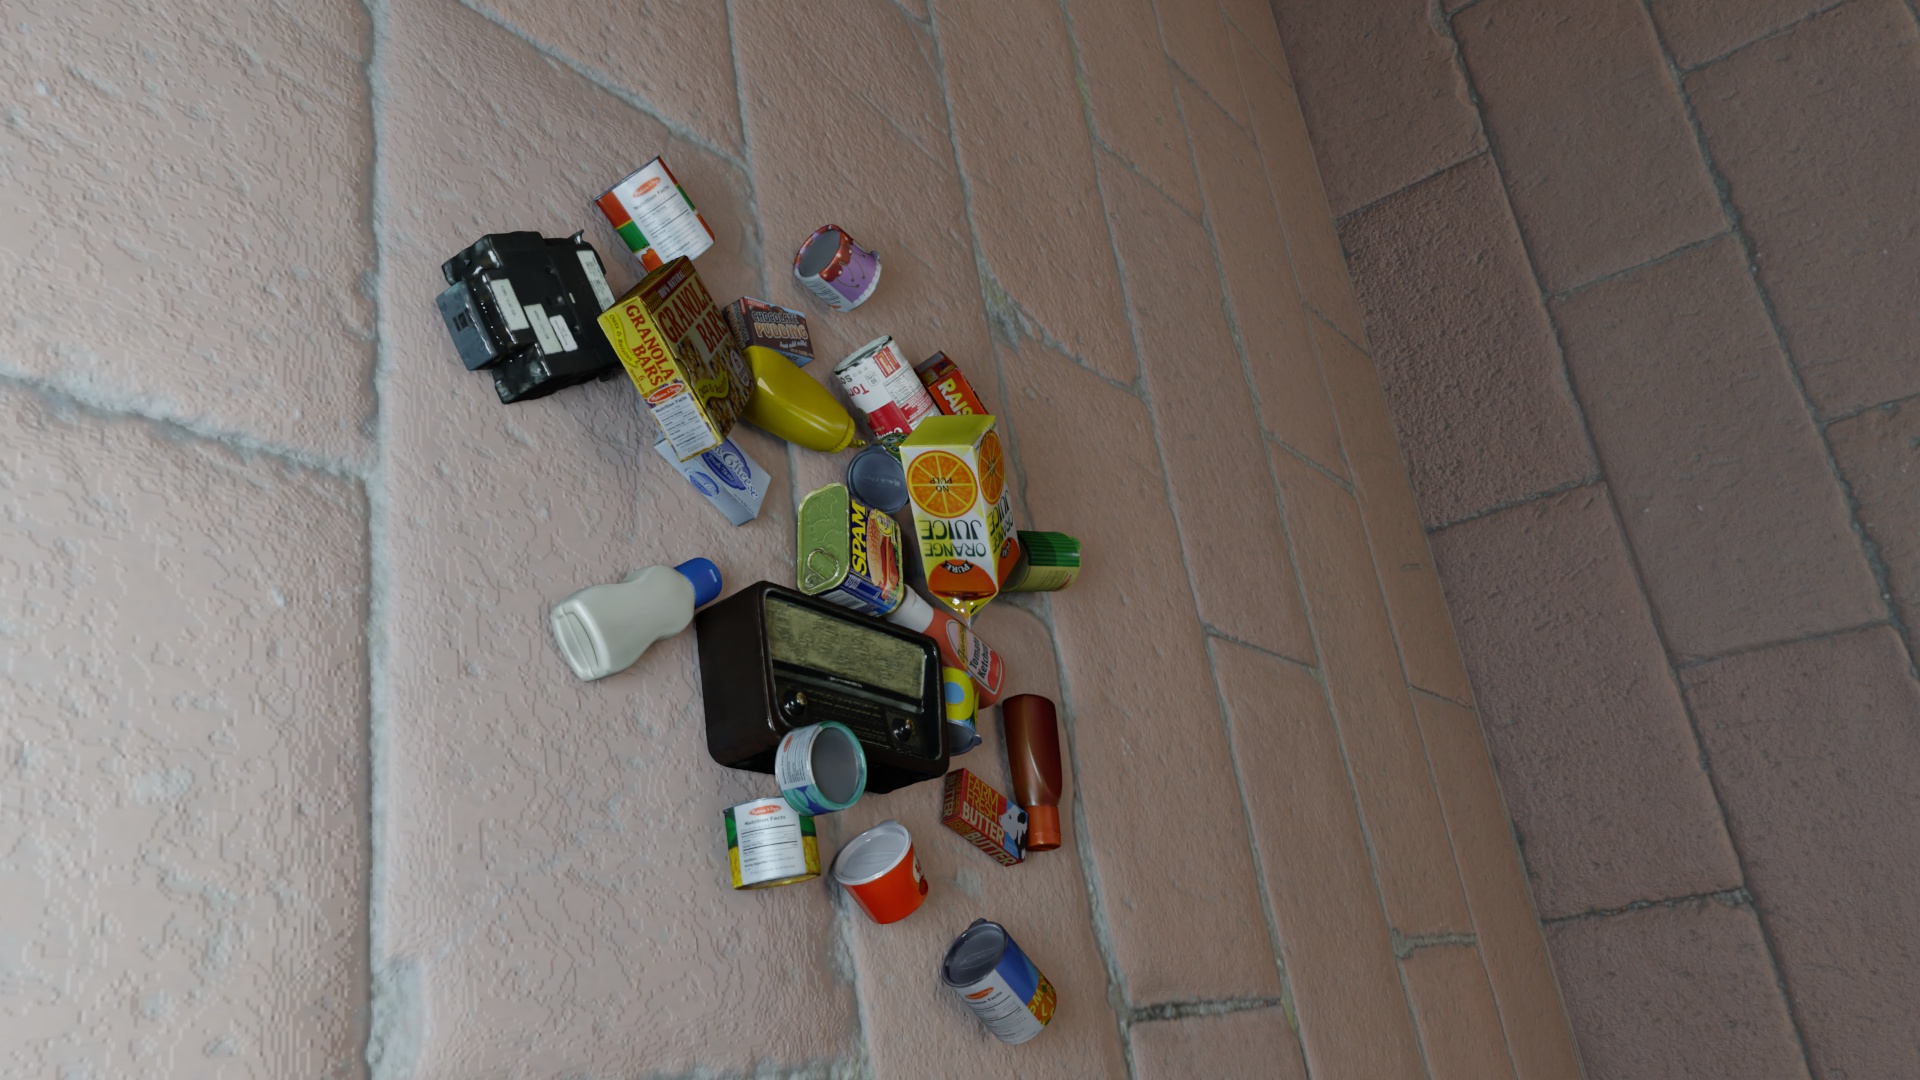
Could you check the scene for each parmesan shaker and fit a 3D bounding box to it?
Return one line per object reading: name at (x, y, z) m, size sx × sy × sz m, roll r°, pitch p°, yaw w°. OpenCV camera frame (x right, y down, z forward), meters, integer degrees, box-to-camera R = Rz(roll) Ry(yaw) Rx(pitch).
parmesan shaker at (0.076, 0.020, 1.476) m, size 0.103 × 0.071 × 0.071 m, roll 3°, pitch 68°, yaw -56°

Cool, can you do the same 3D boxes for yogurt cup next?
yogurt cup at (-0.061, 0.270, 1.117) m, size 0.053 × 0.072 × 0.073 m, roll 64°, pitch 30°, yaw -21°

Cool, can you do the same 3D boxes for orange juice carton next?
orange juice carton at (0.005, -0.016, 1.302) m, size 0.072 × 0.073 × 0.191 m, roll -55°, pitch 140°, yaw -56°

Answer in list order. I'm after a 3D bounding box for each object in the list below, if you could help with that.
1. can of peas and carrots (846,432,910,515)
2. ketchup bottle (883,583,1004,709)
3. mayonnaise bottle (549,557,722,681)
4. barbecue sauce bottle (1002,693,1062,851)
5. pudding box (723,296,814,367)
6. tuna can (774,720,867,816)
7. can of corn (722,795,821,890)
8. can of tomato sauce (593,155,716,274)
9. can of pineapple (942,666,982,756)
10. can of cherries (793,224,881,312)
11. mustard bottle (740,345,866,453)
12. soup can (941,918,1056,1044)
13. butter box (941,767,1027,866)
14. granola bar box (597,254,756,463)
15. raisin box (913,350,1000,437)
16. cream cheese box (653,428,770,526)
can of peas and carrots at (-0.066, -0.066, 1.315) m, size 0.071 × 0.071 × 0.059 m, roll 63°, pitch 30°, yaw -9°
ketchup bottle at (-0.017, 0.097, 1.311) m, size 0.148 × 0.043 × 0.065 m, roll 44°, pitch 36°, yaw -33°
mayonnaise bottle at (-0.231, 0.050, 1.016) m, size 0.149 × 0.041 × 0.064 m, roll -32°, pitch 99°, yaw -60°
barbecue sauce bottle at (0.074, 0.229, 1.368) m, size 0.065 × 0.043 × 0.149 m, roll 27°, pitch 50°, yaw -47°
pudding box at (-0.174, -0.188, 1.264) m, size 0.084 × 0.030 × 0.050 m, roll 7°, pitch 64°, yaw -56°
tuna can at (-0.099, 0.167, 1.015) m, size 0.071 × 0.032 × 0.071 m, roll 28°, pitch 53°, yaw -46°
can of corn at (-0.138, 0.224, 1.026) m, size 0.071 × 0.071 × 0.058 m, roll 15°, pitch 59°, yaw -53°
can of tomato sauce at (-0.254, -0.268, 1.160) m, size 0.083 × 0.071 × 0.071 m, roll 55°, pitch 33°, yaw -20°
can of pineapple at (-0.015, 0.155, 1.254) m, size 0.071 × 0.071 × 0.058 m, roll 41°, pitch 40°, yaw -37°
can of cherries at (-0.120, -0.269, 1.361) m, size 0.058 × 0.071 × 0.072 m, roll 34°, pitch 44°, yaw -41°
mustard bottle at (-0.141, -0.115, 1.249) m, size 0.160 × 0.048 × 0.065 m, roll 33°, pitch 40°, yaw -44°
soup can at (0.034, 0.377, 1.190) m, size 0.083 × 0.071 × 0.072 m, roll 53°, pitch 34°, yaw -24°
butter box at (0.023, 0.257, 1.289) m, size 0.103 × 0.024 × 0.053 m, roll 42°, pitch 39°, yaw -36°
granola bar box at (-0.215, -0.146, 1.082) m, size 0.166 × 0.039 × 0.124 m, roll -87°, pitch 152°, yaw -68°
raisin box at (-0.004, -0.143, 1.432) m, size 0.086 × 0.040 × 0.123 m, roll 57°, pitch 2°, yaw -17°
cream cheese box at (-0.204, -0.065, 1.146) m, size 0.103 × 0.024 × 0.054 m, roll 47°, pitch 35°, yaw -30°
